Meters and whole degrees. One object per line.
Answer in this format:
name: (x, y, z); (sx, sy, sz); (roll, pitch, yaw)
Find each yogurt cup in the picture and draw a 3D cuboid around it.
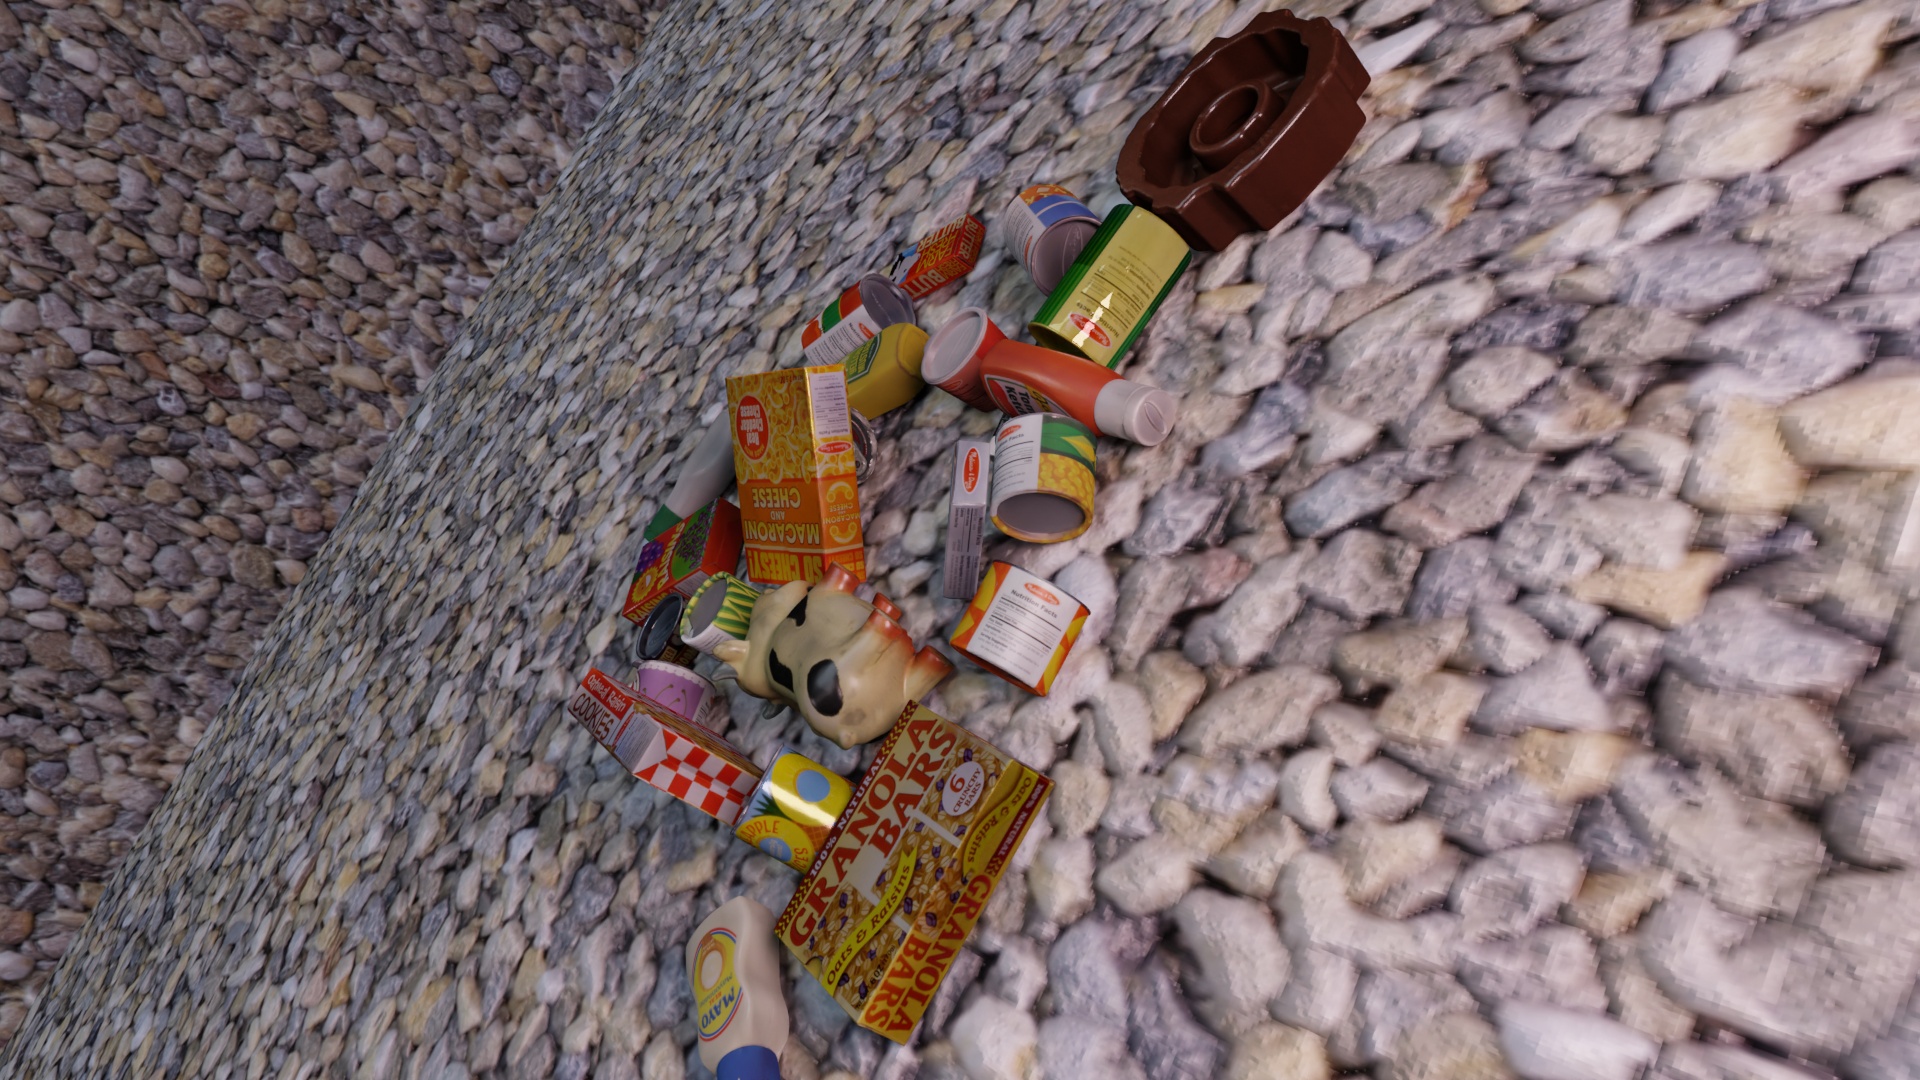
yogurt cup: (0.012, -0.133, 1.046); (0.072, 0.054, 0.073); (-35, 36, 31)

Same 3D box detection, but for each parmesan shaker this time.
parmesan shaker: (0.104, -0.166, 0.940); (0.103, 0.071, 0.071); (-54, 30, -5)

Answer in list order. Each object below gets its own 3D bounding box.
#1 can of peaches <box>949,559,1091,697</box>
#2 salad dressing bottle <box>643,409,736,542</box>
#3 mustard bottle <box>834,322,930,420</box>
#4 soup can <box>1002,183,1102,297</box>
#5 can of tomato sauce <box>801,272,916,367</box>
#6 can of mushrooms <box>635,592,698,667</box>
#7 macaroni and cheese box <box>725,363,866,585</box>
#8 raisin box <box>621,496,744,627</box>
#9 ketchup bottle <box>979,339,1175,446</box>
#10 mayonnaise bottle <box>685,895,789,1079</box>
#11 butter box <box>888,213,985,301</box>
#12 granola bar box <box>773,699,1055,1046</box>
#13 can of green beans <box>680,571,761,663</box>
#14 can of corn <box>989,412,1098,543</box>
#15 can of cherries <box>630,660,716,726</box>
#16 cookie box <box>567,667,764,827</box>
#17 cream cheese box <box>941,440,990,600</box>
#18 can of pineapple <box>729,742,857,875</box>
can of peaches: (0.035, 0.053, 0.822); (0.071, 0.071, 0.058); (14, 72, 58)
salad dressing bottle: (-0.252, -0.056, 1.350); (0.147, 0.044, 0.064); (-55, 32, 2)
mustard bottle: (-0.089, -0.131, 1.189); (0.159, 0.048, 0.065); (-24, 41, 41)
soup can: (0.076, -0.223, 1.038); (0.071, 0.071, 0.084); (-47, 30, 14)
can of tomato sauce: (-0.090, -0.188, 1.232); (0.083, 0.071, 0.071); (-31, 38, 35)
can of mushrooms: (-0.253, 0.084, 1.223); (0.071, 0.033, 0.071); (-35, 36, 30)
macaroni and cheese box: (-0.128, -0.049, 1.083); (0.123, 0.040, 0.166); (2, 100, 52)
raisin box: (-0.253, 0.023, 1.276); (0.123, 0.040, 0.086); (-28, 40, 36)
ketchup bottle: (0.077, -0.095, 0.913); (0.043, 0.064, 0.149); (-51, 37, -13)
mayonnaise bottle: (-0.134, 0.289, 0.845); (0.064, 0.041, 0.149); (-45, 31, 13)
butter box: (-0.025, -0.248, 1.239); (0.103, 0.024, 0.053); (-19, 45, 45)
granola bar box: (-0.031, 0.186, 0.807); (0.166, 0.039, 0.124); (-59, 30, -8)
can of green beans: (-0.183, 0.066, 1.118); (0.071, 0.057, 0.071); (-35, 36, 30)
can of corn: (0.055, -0.038, 0.881); (0.071, 0.071, 0.058); (-25, 48, 41)
can of cherries: (-0.240, 0.136, 1.116); (0.071, 0.071, 0.058); (-16, 49, 47)
cookie box: (-0.201, 0.153, 0.993); (0.040, 0.123, 0.167); (-59, 31, -8)
cream cheese box: (0.003, -0.011, 0.908); (0.103, 0.024, 0.053); (95, -179, -52)
can of pineapple: (-0.106, 0.172, 0.883); (0.071, 0.058, 0.071); (-60, 3, 5)
